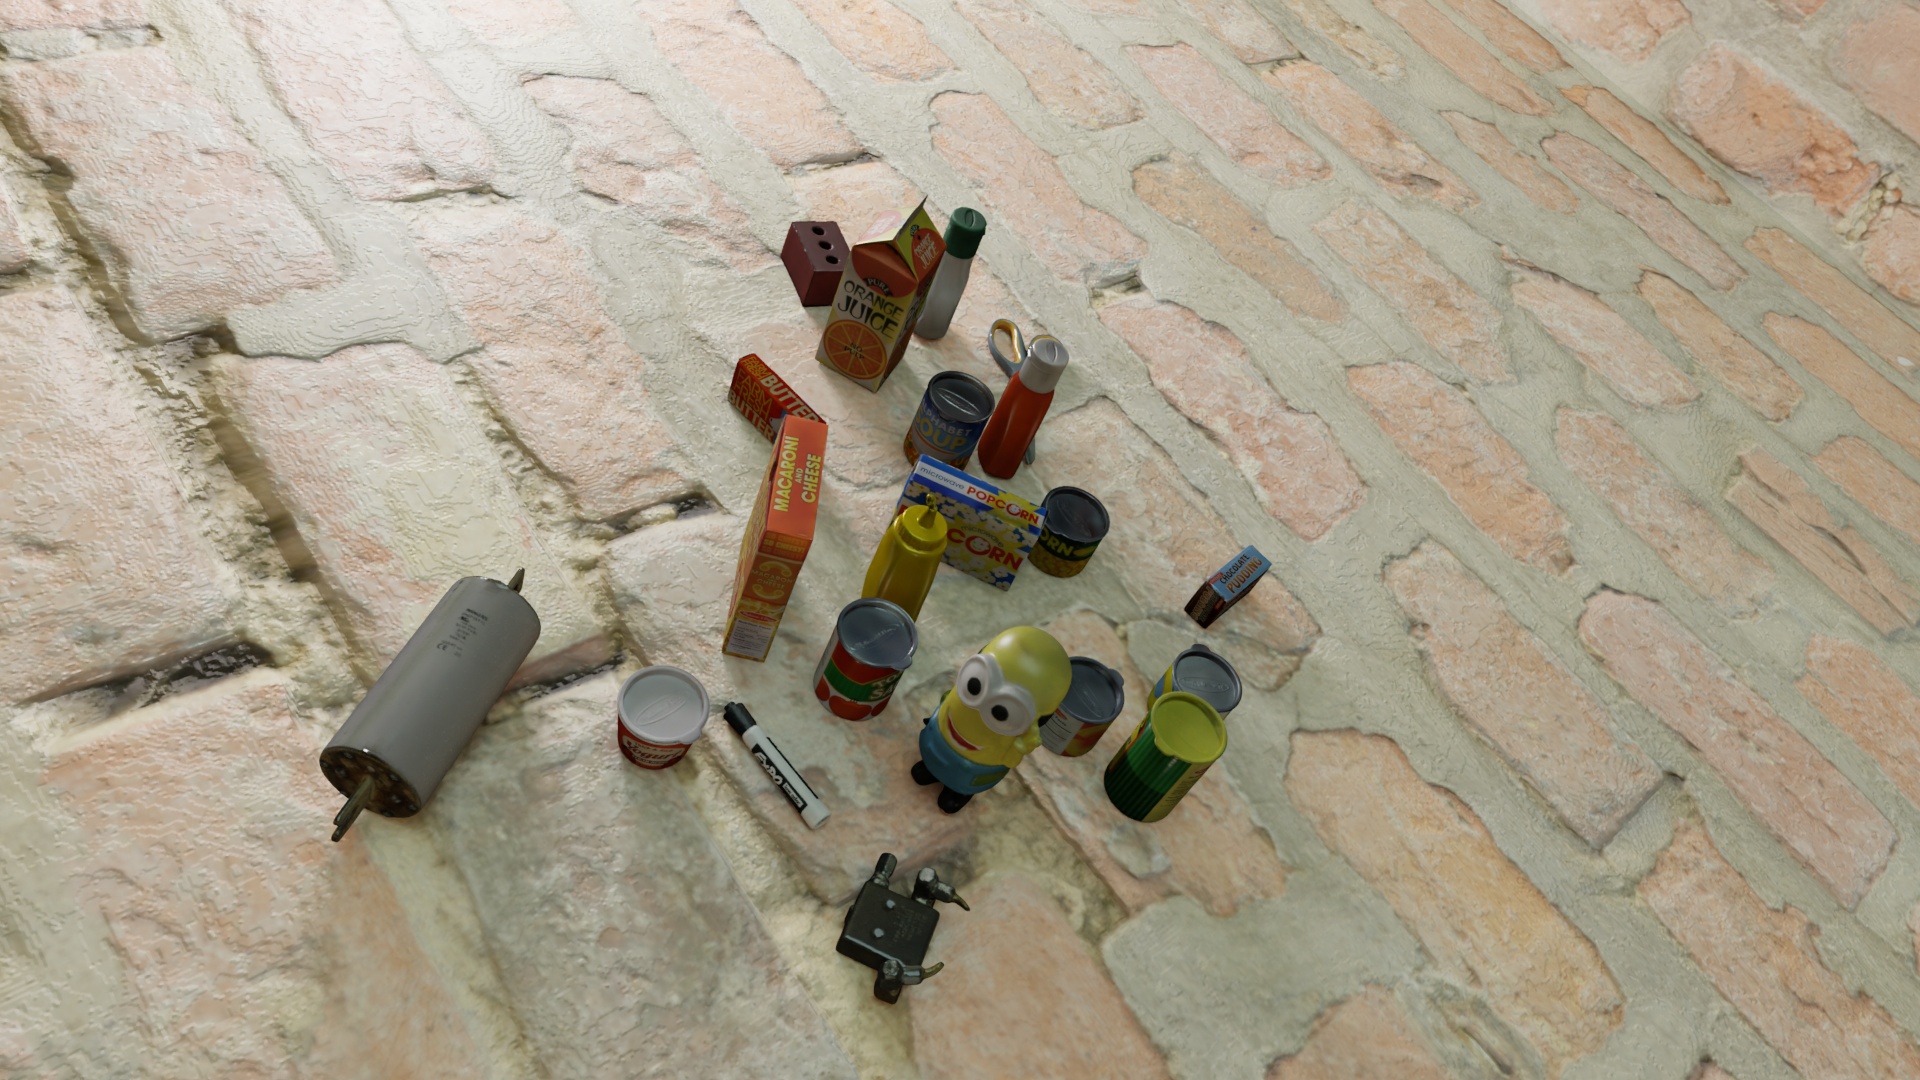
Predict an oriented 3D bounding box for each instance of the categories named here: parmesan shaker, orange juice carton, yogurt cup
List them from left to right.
[{"bbox_3d":[-0.226,0.135,1.042,0.072,0.053,0.073,12,48,-14],"label":"yogurt cup"},{"bbox_3d":[-0.072,-0.241,1.331,0.073,0.191,0.072,29,47,2],"label":"orange juice carton"},{"bbox_3d":[0.164,0.180,1.137,0.071,0.102,0.072,12,48,-14],"label":"parmesan shaker"}]

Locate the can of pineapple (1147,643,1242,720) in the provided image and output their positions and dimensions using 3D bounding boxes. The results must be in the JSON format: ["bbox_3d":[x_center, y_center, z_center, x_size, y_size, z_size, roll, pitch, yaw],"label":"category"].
[{"bbox_3d":[0.206,0.136,1.223,0.071,0.057,0.071,12,48,-14],"label":"can of pineapple"}]

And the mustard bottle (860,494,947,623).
[{"bbox_3d":[-0.043,0.017,1.147,0.049,0.159,0.065,10,49,-15],"label":"mustard bottle"}]

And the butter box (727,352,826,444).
[{"bbox_3d":[-0.171,-0.120,1.282,0.103,0.052,0.024,44,49,16],"label":"butter box"}]

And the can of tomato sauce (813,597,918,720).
[{"bbox_3d":[-0.076,0.098,1.118,0.071,0.082,0.071,12,48,-14],"label":"can of tomato sauce"}]

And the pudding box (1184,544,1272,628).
[{"bbox_3d":[0.256,0.043,1.328,0.030,0.049,0.084,44,49,16],"label":"pudding box"}]

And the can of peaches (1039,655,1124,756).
[{"bbox_3d":[0.099,0.140,1.174,0.071,0.057,0.071,12,48,-14],"label":"can of peaches"}]

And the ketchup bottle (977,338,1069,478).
[{"bbox_3d":[0.059,-0.128,1.321,0.043,0.148,0.065,13,48,-13],"label":"ketchup bottle"}]

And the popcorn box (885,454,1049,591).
[{"bbox_3d":[0.004,-0.016,1.246,0.127,0.084,0.038,24,47,-3],"label":"popcorn box"}]

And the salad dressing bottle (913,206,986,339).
[{"bbox_3d":[-0.013,-0.271,1.412,0.044,0.146,0.064,15,48,-11],"label":"salad dressing bottle"}]

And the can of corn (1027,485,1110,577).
[{"bbox_3d":[0.096,-0.007,1.296,0.071,0.058,0.071,12,48,-14],"label":"can of corn"}]

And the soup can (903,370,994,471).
[{"bbox_3d":[-0.013,-0.108,1.317,0.071,0.083,0.072,12,48,-14],"label":"soup can"}]

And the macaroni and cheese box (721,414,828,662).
[{"bbox_3d":[-0.150,0.000,1.112,0.040,0.165,0.124,14,48,-12],"label":"macaroni and cheese box"}]
